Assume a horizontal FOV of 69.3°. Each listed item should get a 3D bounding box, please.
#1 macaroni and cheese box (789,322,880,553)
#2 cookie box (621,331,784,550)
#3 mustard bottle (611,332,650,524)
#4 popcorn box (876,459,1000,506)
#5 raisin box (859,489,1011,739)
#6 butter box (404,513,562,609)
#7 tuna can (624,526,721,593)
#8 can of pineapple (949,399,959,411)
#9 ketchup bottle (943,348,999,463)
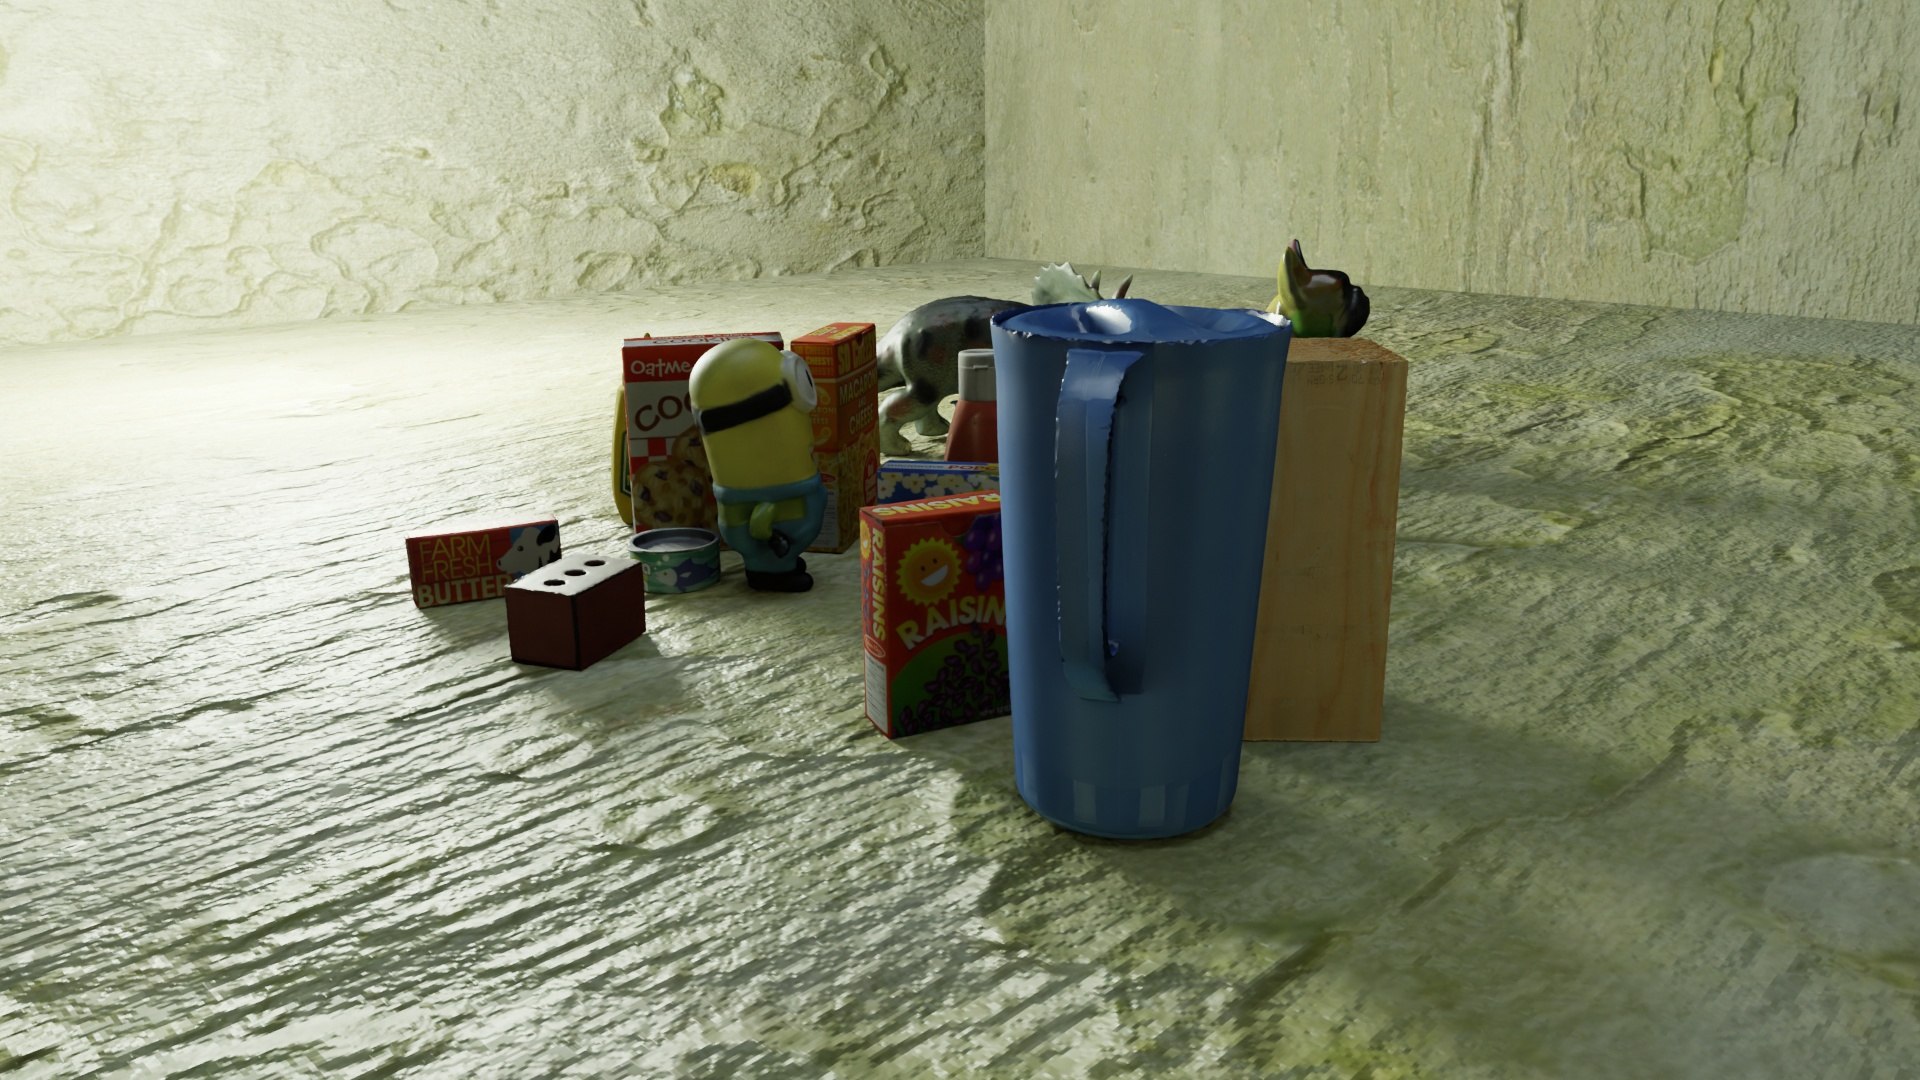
[{"bbox_3d":[-0.098,-0.086,1.124,0.040,0.166,0.124,3,16,11],"label":"macaroni and cheese box"},{"bbox_3d":[-0.198,-0.076,1.089,0.123,0.167,0.040,-4,16,-14],"label":"cookie box"},{"bbox_3d":[-0.262,-0.093,1.162,0.065,0.159,0.049,-3,16,-9],"label":"mustard bottle"},{"bbox_3d":[0.004,-0.013,1.012,0.127,0.085,0.038,2,16,9],"label":"popcorn box"},{"bbox_3d":[-0.010,0.039,0.765,0.086,0.123,0.040,-8,17,-24],"label":"raisin box"},{"bbox_3d":[-0.336,0.014,0.985,0.104,0.053,0.024,-8,17,-25],"label":"butter box"},{"bbox_3d":[-0.211,0.015,1.016,0.071,0.032,0.071,0,16,0],"label":"tuna can"},{"bbox_3d":[0.025,-0.111,1.402,0.071,0.057,0.071,0,16,0],"label":"can of pineapple"},{"bbox_3d":[0.017,-0.080,1.129,0.065,0.148,0.044,0,16,1],"label":"ketchup bottle"}]
